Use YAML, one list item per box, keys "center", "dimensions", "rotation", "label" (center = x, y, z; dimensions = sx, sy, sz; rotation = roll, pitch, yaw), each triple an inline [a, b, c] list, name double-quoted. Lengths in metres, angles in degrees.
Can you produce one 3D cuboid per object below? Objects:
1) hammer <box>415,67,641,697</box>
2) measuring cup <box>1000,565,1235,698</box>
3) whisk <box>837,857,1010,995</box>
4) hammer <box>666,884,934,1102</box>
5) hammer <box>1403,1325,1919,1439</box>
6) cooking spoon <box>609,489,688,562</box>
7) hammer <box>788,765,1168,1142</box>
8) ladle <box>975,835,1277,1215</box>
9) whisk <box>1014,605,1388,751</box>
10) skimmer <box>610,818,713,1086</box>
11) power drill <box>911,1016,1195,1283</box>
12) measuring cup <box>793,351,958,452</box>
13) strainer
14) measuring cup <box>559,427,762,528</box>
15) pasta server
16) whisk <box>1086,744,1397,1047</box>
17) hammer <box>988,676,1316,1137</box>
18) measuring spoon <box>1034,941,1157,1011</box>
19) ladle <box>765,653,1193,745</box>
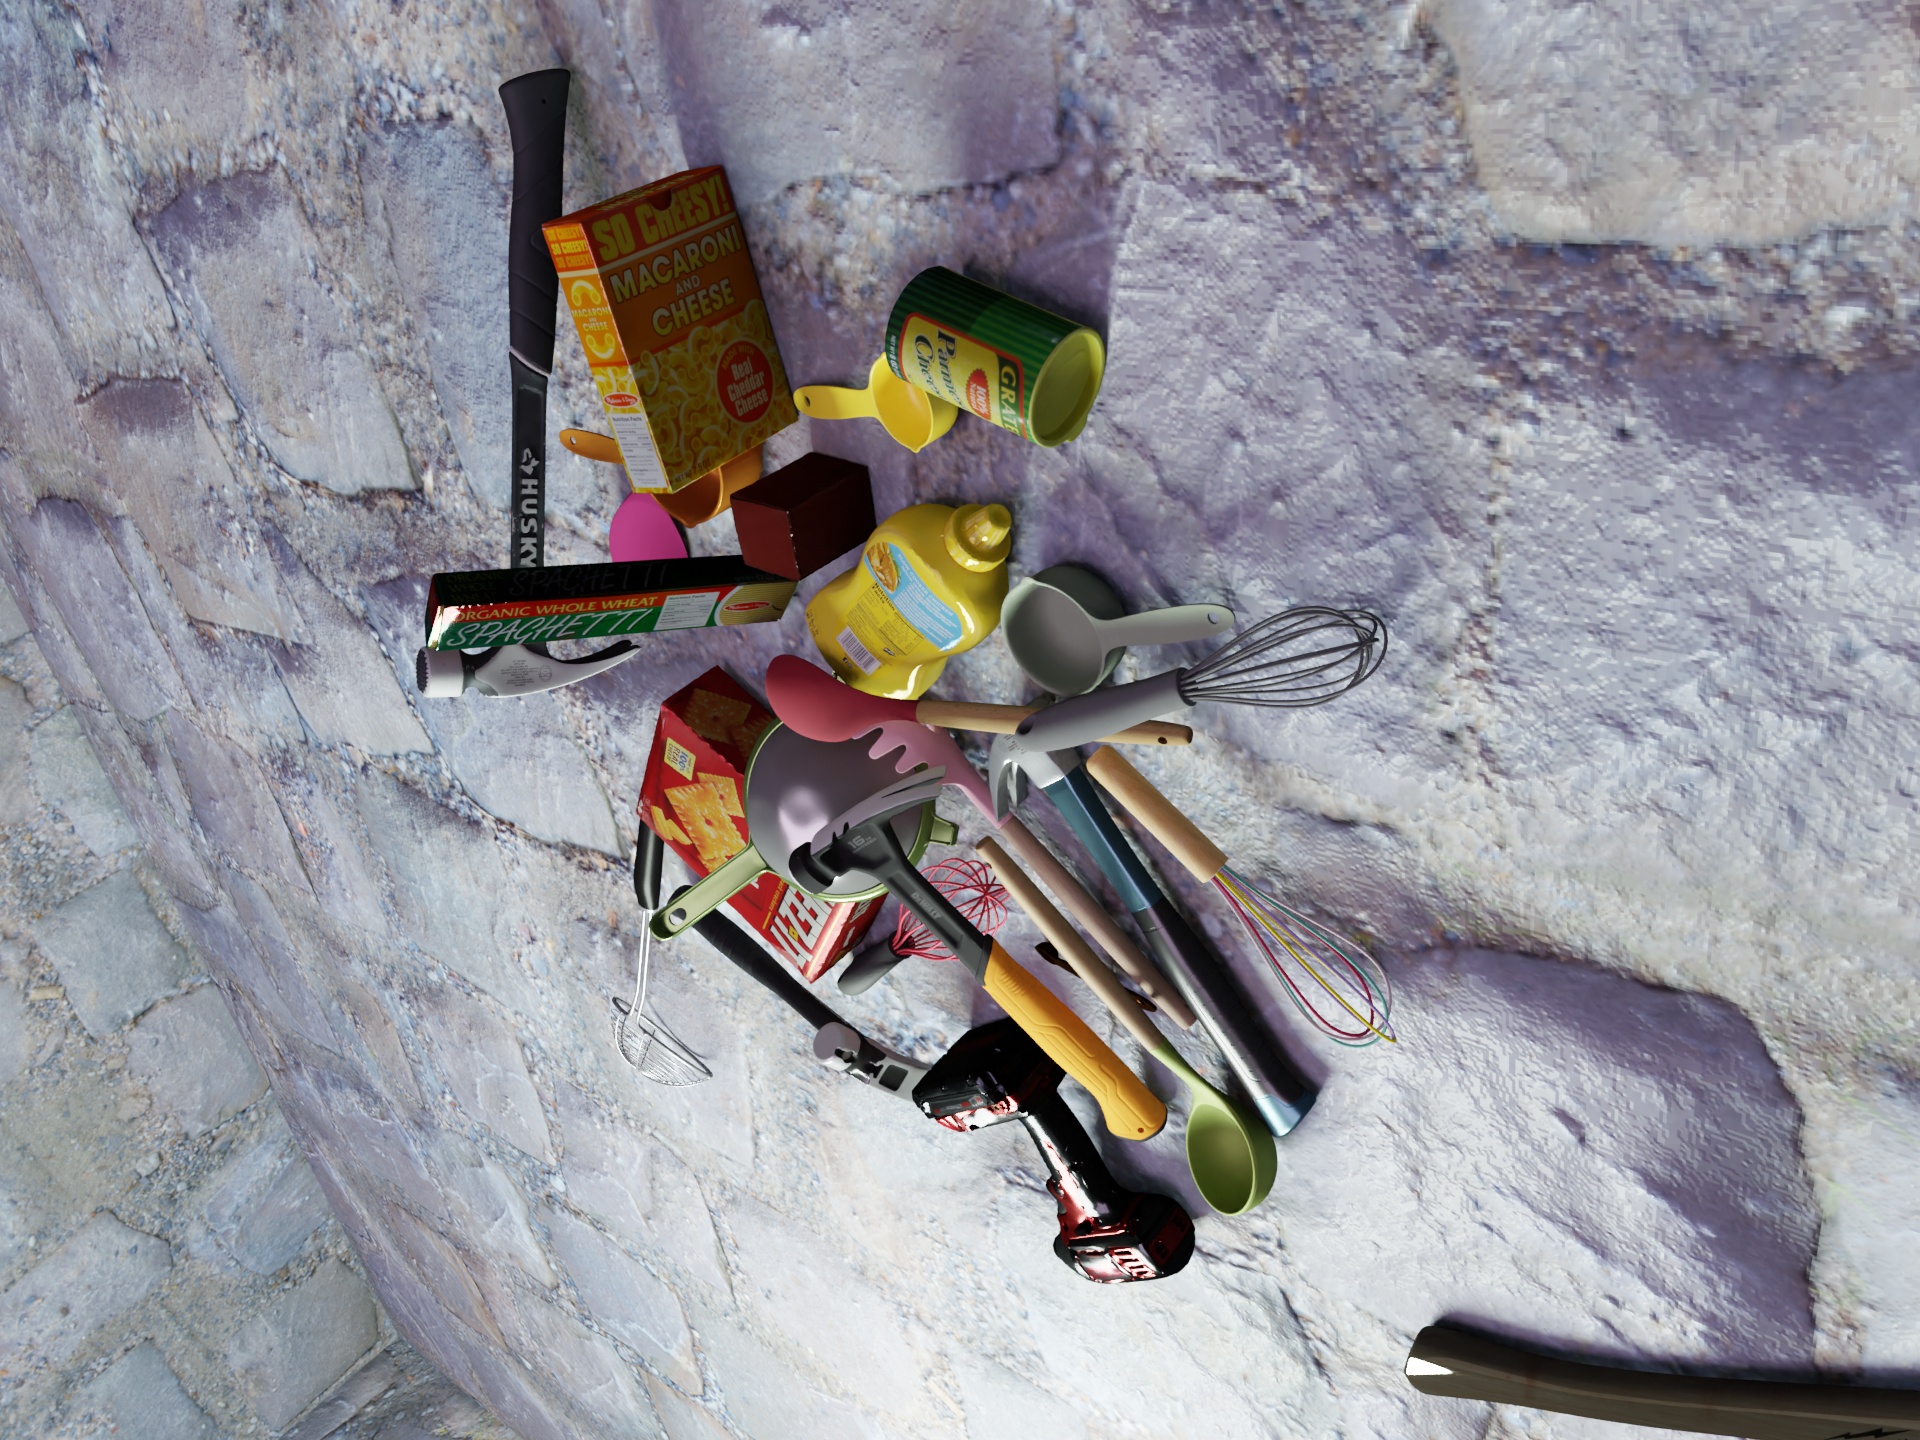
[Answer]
- center: [-0.280, -0.216, 1.054]
  dimensions: [0.036, 0.149, 0.409]
  rotation: [25, 114, 56]
  label: "hammer"
- center: [0.096, -0.058, 0.914]
  dimensions: [0.168, 0.038, 0.083]
  rotation: [-5, 115, 45]
  label: "measuring cup"
- center: [-0.039, 0.166, 1.214]
  dimensions: [0.073, 0.073, 0.295]
  rotation: [51, 147, 3]
  label: "whisk"
- center: [-0.149, 0.220, 1.337]
  dimensions: [0.335, 0.035, 0.146]
  rotation: [28, 174, 46]
  label: "hammer"
- center: [0.438, 0.406, 0.926]
  dimensions: [0.410, 0.038, 0.146]
  rotation: [-20, 105, 52]
  label: "hammer"
- center: [-0.222, -0.206, 1.139]
  dimensions: [0.069, 0.017, 0.318]
  rotation: [18, 133, 10]
  label: "cooking spoon"
- center: [0.038, 0.175, 1.088]
  dimensions: [0.127, 0.034, 0.336]
  rotation: [-33, 113, 24]
  label: "hammer"
- center: [0.105, 0.203, 1.046]
  dimensions: [0.320, 0.062, 0.078]
  rotation: [50, 157, -16]
  label: "ladle"
- center: [0.124, -0.015, 0.874]
  dimensions: [0.239, 0.055, 0.055]
  rotation: [-17, 106, 39]
  label: "whisk"
- center: [-0.279, 0.211, 1.521]
  dimensions: [0.127, 0.090, 0.363]
  rotation: [32, 128, 31]
  label: "skimmer"
- center: [0.070, 0.340, 1.225]
  dimensions: [0.219, 0.078, 0.143]
  rotation: [52, 143, -4]
  label: "power drill"
- center: [-0.054, -0.199, 0.974]
  dimensions: [0.157, 0.029, 0.062]
  rotation: [16, 130, 53]
  label: "measuring cup"
- center: [-0.139, 0.089, 1.138]
  dimensions: [0.256, 0.069, 0.151]
  rotation: [-36, 83, 17]
  label: "strainer"
- center: [-0.208, -0.193, 1.106]
  dimensions: [0.174, 0.052, 0.095]
  rotation: [17, 128, 37]
  label: "measuring cup"
- center: [0.045, 0.094, 1.085]
  dimensions: [0.316, 0.060, 0.040]
  rotation: [47, 121, 2]
  label: "pasta server"
- center: [0.168, 0.105, 0.950]
  dimensions: [0.245, 0.047, 0.051]
  rotation: [44, 132, 5]
  label: "whisk"
- center: [0.129, 0.130, 1.029]
  dimensions: [0.331, 0.033, 0.128]
  rotation: [56, 142, -4]
  label: "hammer"
- center: [0.095, 0.177, 1.106]
  dimensions: [0.117, 0.011, 0.021]
  rotation: [20, 152, 47]
  label: "measuring spoon"
- center: [-0.002, -0.003, 0.996]
  dimensions: [0.315, 0.031, 0.069]
  rotation: [5, 130, 31]
  label: "ladle"
